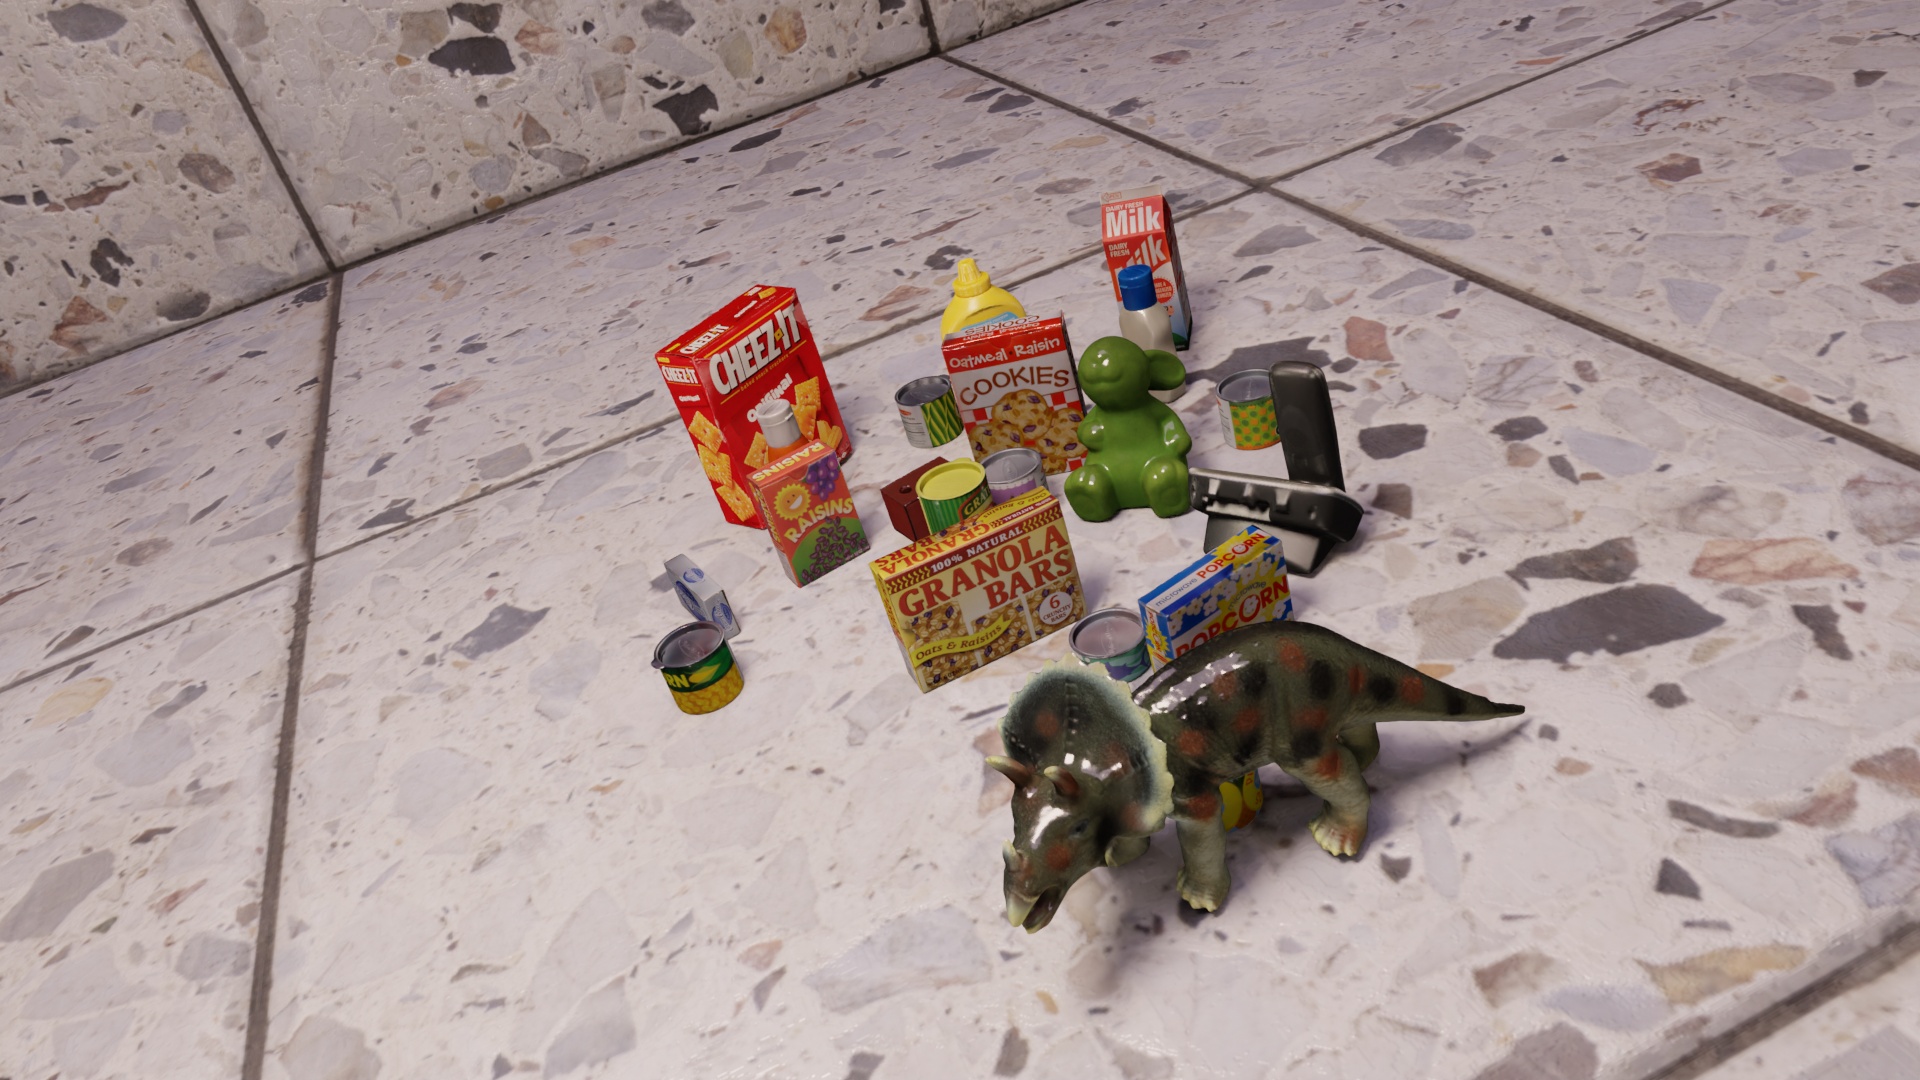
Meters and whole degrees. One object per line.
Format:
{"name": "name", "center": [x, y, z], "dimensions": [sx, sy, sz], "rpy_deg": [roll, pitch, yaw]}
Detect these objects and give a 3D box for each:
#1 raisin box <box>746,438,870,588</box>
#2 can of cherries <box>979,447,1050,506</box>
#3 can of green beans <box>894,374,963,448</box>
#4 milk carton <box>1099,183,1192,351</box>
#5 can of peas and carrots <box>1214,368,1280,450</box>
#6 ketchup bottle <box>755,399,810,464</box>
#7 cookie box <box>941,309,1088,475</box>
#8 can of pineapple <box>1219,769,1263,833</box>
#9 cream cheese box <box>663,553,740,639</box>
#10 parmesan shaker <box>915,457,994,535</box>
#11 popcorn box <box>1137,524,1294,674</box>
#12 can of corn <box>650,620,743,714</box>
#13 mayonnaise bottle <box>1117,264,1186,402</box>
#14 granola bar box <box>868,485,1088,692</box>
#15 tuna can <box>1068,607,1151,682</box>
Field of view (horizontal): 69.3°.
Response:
{"name": "raisin box", "center": [-0.150, -0.027, 1.376], "dimensions": [0.086, 0.122, 0.040], "rpy_deg": [-29, 33, -18]}
{"name": "can of cherries", "center": [0.051, -0.051, 1.379], "dimensions": [0.071, 0.058, 0.072], "rpy_deg": [-12, 32, 8]}
{"name": "can of green beans", "center": [-0.035, -0.145, 1.567], "dimensions": [0.071, 0.057, 0.071], "rpy_deg": [-12, 32, 8]}
{"name": "milk carton", "center": [0.211, -0.311, 1.582], "dimensions": [0.072, 0.189, 0.074], "rpy_deg": [-6, 33, 18]}
{"name": "can of peas and carrots", "center": [0.294, -0.132, 1.388], "dimensions": [0.071, 0.058, 0.071], "rpy_deg": [-12, 32, 8]}
{"name": "ketchup bottle", "center": [-0.169, -0.074, 1.434], "dimensions": [0.043, 0.148, 0.065], "rpy_deg": [5, 38, 32]}
{"name": "cookie box", "center": [0.062, -0.142, 1.411], "dimensions": [0.123, 0.166, 0.040], "rpy_deg": [-11, 32, 11]}
{"name": "can of pineapple", "center": [0.179, 0.165, 0.983], "dimensions": [0.071, 0.057, 0.071], "rpy_deg": [-12, 32, 8]}
{"name": "cream cheese box", "center": [-0.254, 0.056, 1.364], "dimensions": [0.024, 0.053, 0.104], "rpy_deg": [-31, 34, -21]}
{"name": "parmesan shaker", "center": [0.005, -0.016, 1.305], "dimensions": [0.071, 0.102, 0.072], "rpy_deg": [-12, 32, 8]}
{"name": "popcorn box", "center": [0.206, 0.056, 1.113], "dimensions": [0.127, 0.085, 0.038], "rpy_deg": [-31, 34, -21]}
{"name": "can of corn", "center": [-0.238, 0.117, 1.258], "dimensions": [0.071, 0.058, 0.071], "rpy_deg": [-12, 32, 8]}
{"name": "mayonnaise bottle", "center": [0.200, -0.221, 1.487], "dimensions": [0.041, 0.147, 0.065], "rpy_deg": [-33, 35, -24]}
{"name": "granola bar box", "center": [0.019, 0.042, 1.188], "dimensions": [0.166, 0.123, 0.039], "rpy_deg": [-24, 32, -12]}
{"name": "tuna can", "center": [0.128, 0.088, 1.152], "dimensions": [0.071, 0.032, 0.071], "rpy_deg": [-12, 32, 8]}
